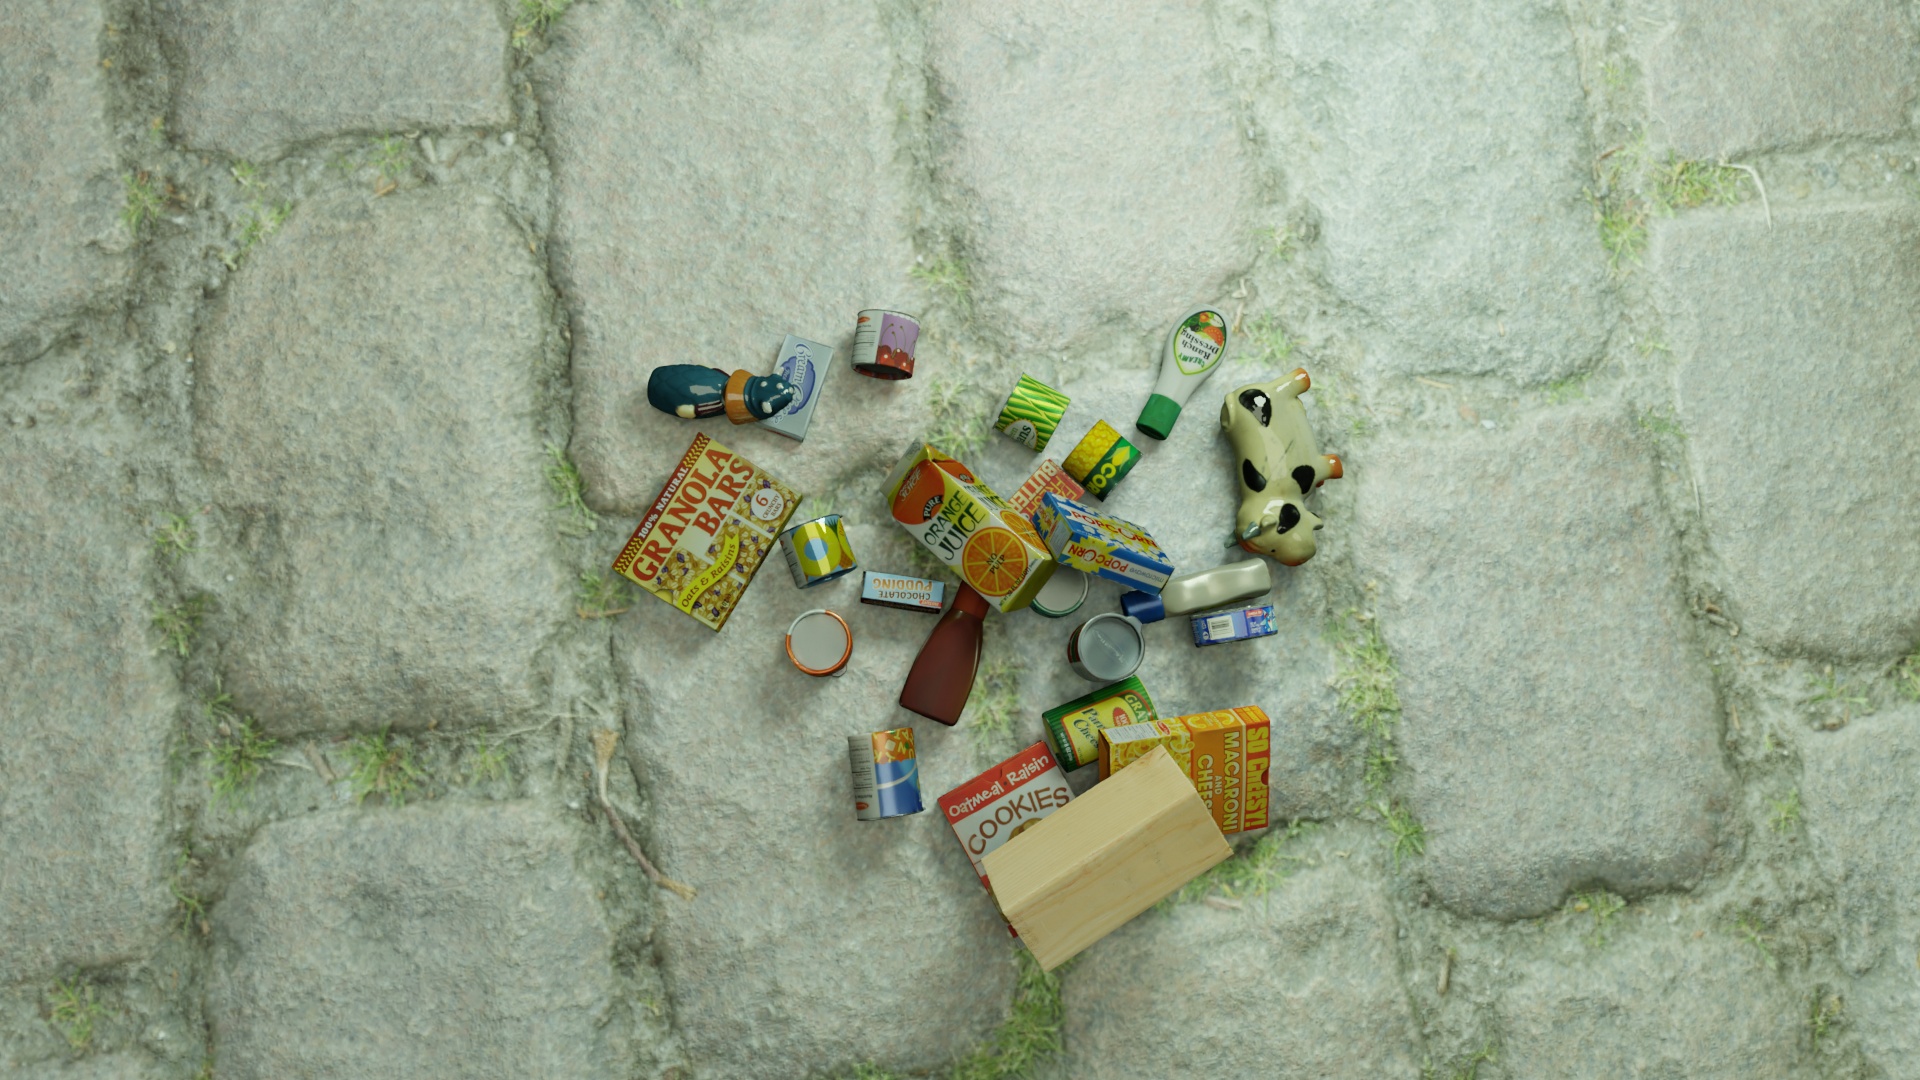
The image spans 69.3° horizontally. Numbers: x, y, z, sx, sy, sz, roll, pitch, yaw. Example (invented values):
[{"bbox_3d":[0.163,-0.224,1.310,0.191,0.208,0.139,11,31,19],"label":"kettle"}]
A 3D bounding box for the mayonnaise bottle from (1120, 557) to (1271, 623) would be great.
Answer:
[{"bbox_3d":[0.240,0.054,1.422,0.148,0.064,0.041,-15,85,-2],"label":"mayonnaise bottle"}]

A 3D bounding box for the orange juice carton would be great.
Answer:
[{"bbox_3d":[0.005,-0.017,1.389,0.193,0.073,0.071,41,106,15],"label":"orange juice carton"}]

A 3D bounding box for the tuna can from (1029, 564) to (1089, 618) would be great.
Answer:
[{"bbox_3d":[0.095,0.046,1.426,0.071,0.033,0.071,1,82,-4],"label":"tuna can"}]

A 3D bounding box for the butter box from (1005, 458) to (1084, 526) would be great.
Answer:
[{"bbox_3d":[0.074,-0.030,1.427,0.053,0.024,0.103,44,98,3],"label":"butter box"}]

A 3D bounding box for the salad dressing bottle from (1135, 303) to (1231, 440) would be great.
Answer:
[{"bbox_3d":[0.233,-0.176,1.462,0.064,0.044,0.148,28,81,-1],"label":"salad dressing bottle"}]

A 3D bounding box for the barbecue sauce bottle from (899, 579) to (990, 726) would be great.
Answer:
[{"bbox_3d":[-0.007,0.109,1.406,0.065,0.043,0.149,22,81,0],"label":"barbecue sauce bottle"}]

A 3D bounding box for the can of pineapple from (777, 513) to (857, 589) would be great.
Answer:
[{"bbox_3d":[-0.142,0.011,1.399,0.071,0.071,0.058,-20,85,-6],"label":"can of pineapple"}]

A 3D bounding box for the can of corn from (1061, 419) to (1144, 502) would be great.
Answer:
[{"bbox_3d":[0.145,-0.081,1.429,0.058,0.071,0.071,41,82,3],"label":"can of corn"}]

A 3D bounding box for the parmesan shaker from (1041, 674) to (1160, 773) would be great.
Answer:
[{"bbox_3d":[0.142,0.187,1.393,0.103,0.071,0.071,-22,84,-6],"label":"parmesan shaker"}]

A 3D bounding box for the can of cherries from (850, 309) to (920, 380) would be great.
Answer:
[{"bbox_3d":[-0.075,-0.201,1.434,0.071,0.071,0.058,8,82,-3],"label":"can of cherries"}]

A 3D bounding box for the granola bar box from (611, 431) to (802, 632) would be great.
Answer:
[{"bbox_3d":[-0.255,-0.008,1.408,0.124,0.039,0.166,31,81,1],"label":"granola bar box"}]

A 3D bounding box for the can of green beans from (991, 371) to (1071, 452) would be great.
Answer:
[{"bbox_3d":[0.074,-0.132,1.434,0.058,0.071,0.071,29,81,0],"label":"can of green beans"}]

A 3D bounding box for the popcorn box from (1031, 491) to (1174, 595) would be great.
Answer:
[{"bbox_3d":[0.142,0.003,1.386,0.127,0.085,0.038,19,113,-26],"label":"popcorn box"}]

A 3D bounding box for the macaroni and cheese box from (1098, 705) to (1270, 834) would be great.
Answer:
[{"bbox_3d":[0.222,0.236,1.372,0.167,0.040,0.123,-7,110,-10],"label":"macaroni and cheese box"}]

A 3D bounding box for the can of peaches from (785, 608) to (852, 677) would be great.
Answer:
[{"bbox_3d":[-0.139,0.105,1.390,0.071,0.058,0.071,1,82,-3],"label":"can of peaches"}]

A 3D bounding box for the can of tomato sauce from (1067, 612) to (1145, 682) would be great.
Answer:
[{"bbox_3d":[0.146,0.107,1.396,0.071,0.083,0.071,1,82,-4],"label":"can of tomato sauce"}]

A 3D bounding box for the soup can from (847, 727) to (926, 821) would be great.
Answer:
[{"bbox_3d":[-0.072,0.230,1.374,0.071,0.071,0.084,-7,82,-5],"label":"soup can"}]

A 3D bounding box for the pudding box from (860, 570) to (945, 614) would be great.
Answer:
[{"bbox_3d":[-0.059,0.053,1.407,0.084,0.049,0.030,9,80,-3],"label":"pudding box"}]

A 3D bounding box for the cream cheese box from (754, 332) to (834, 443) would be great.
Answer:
[{"bbox_3d":[-0.172,-0.159,1.442,0.053,0.024,0.104,19,81,-1],"label":"cream cheese box"}]

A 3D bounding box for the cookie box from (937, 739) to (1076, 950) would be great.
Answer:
[{"bbox_3d":[0.070,0.301,1.384,0.123,0.040,0.167,-29,85,-6],"label":"cookie box"}]
